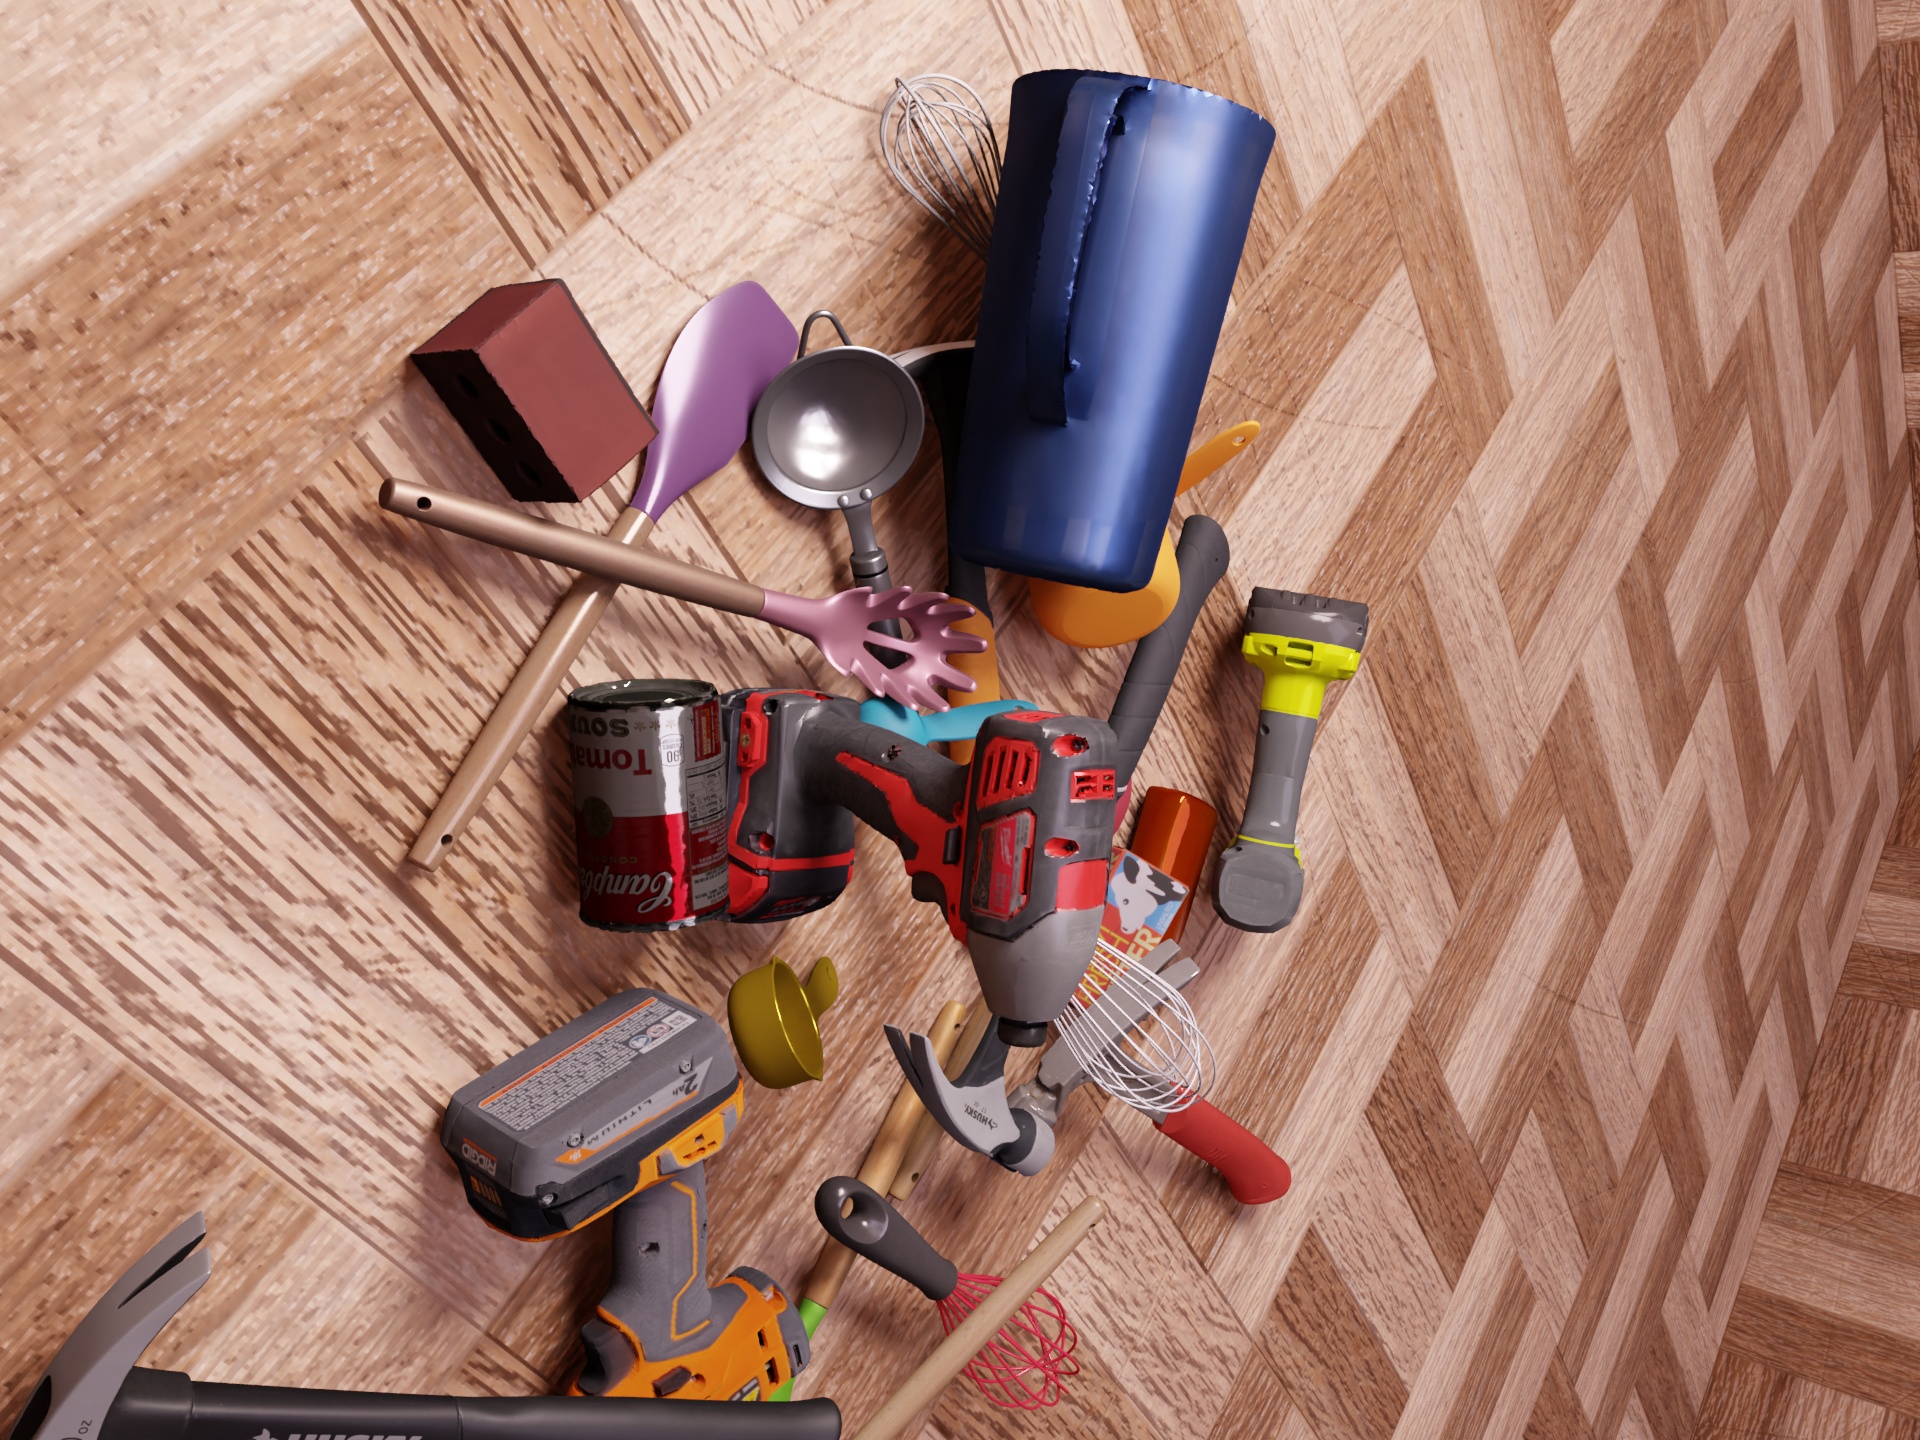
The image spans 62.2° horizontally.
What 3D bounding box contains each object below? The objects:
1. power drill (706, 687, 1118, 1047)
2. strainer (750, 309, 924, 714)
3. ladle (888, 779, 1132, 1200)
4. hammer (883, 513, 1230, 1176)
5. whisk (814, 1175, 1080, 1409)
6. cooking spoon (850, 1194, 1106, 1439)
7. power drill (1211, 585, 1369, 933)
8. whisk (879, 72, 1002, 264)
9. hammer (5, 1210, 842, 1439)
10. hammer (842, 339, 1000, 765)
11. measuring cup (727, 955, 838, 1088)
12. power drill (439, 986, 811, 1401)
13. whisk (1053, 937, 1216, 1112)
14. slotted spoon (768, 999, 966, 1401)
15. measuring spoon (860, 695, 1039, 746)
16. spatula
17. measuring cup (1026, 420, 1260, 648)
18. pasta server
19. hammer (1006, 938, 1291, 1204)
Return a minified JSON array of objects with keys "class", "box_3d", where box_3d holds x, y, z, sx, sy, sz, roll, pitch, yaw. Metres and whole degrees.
[{"class":"power drill","box_3d":[-0.027,0.059,0.727,0.078,0.220,0.143,-1,97,-48]},{"class":"strainer","box_3d":[-0.051,-0.089,0.814,0.087,0.050,0.258,-16,120,-9]},{"class":"ladle","box_3d":[0.034,0.143,0.962,0.069,0.031,0.315,47,64,-42]},{"class":"hammer","box_3d":[0.075,0.053,0.938,0.149,0.036,0.409,44,63,-44]},{"class":"whisk","box_3d":[-0.003,0.328,0.910,0.073,0.073,0.295,-60,137,-23]},{"class":"cooking spoon","box_3d":[-0.036,0.375,0.858,0.319,0.017,0.068,-43,141,-14]},{"class":"power drill","box_3d":[0.220,0.028,1.095,0.171,0.080,0.223,8,93,-78]},{"class":"whisk","box_3d":[0.026,-0.249,0.873,0.058,0.059,0.246,-34,135,4]},{"class":"hammer","box_3d":[-0.189,0.281,0.638,0.334,0.035,0.146,20,101,-35]},{"class":"hammer","box_3d":[0.002,-0.038,0.886,0.127,0.034,0.336,-21,112,-46]},{"class":"measuring cup","box_3d":[-0.083,0.140,0.781,0.156,0.029,0.062,-23,92,-86]},{"class":"power drill","box_3d":[-0.158,0.256,0.723,0.164,0.084,0.226,-29,121,-40]},{"class":"whisk","box_3d":[0.027,0.098,0.834,0.284,0.070,0.070,46,55,-1]},{"class":"slotted spoon","box_3d":[-0.068,0.294,0.871,0.314,0.031,0.070,-63,141,-23]},{"class":"measuring spoon","box_3d":[-0.001,-0.003,0.840,0.128,0.021,0.042,-9,61,-40]},{"class":"spatula","box_3d":[-0.157,-0.072,0.711,0.059,0.018,0.316,46,61,-41]},{"class":"measuring cup","box_3d":[0.108,-0.100,0.893,0.095,0.173,0.052,15,53,-36]},{"class":"pasta server","box_3d":[-0.110,-0.059,0.721,0.316,0.040,0.060,15,90,-45]},{"class":"hammer","box_3d":[0.160,0.263,1.079,0.149,0.037,0.358,-45,140,2]}]
